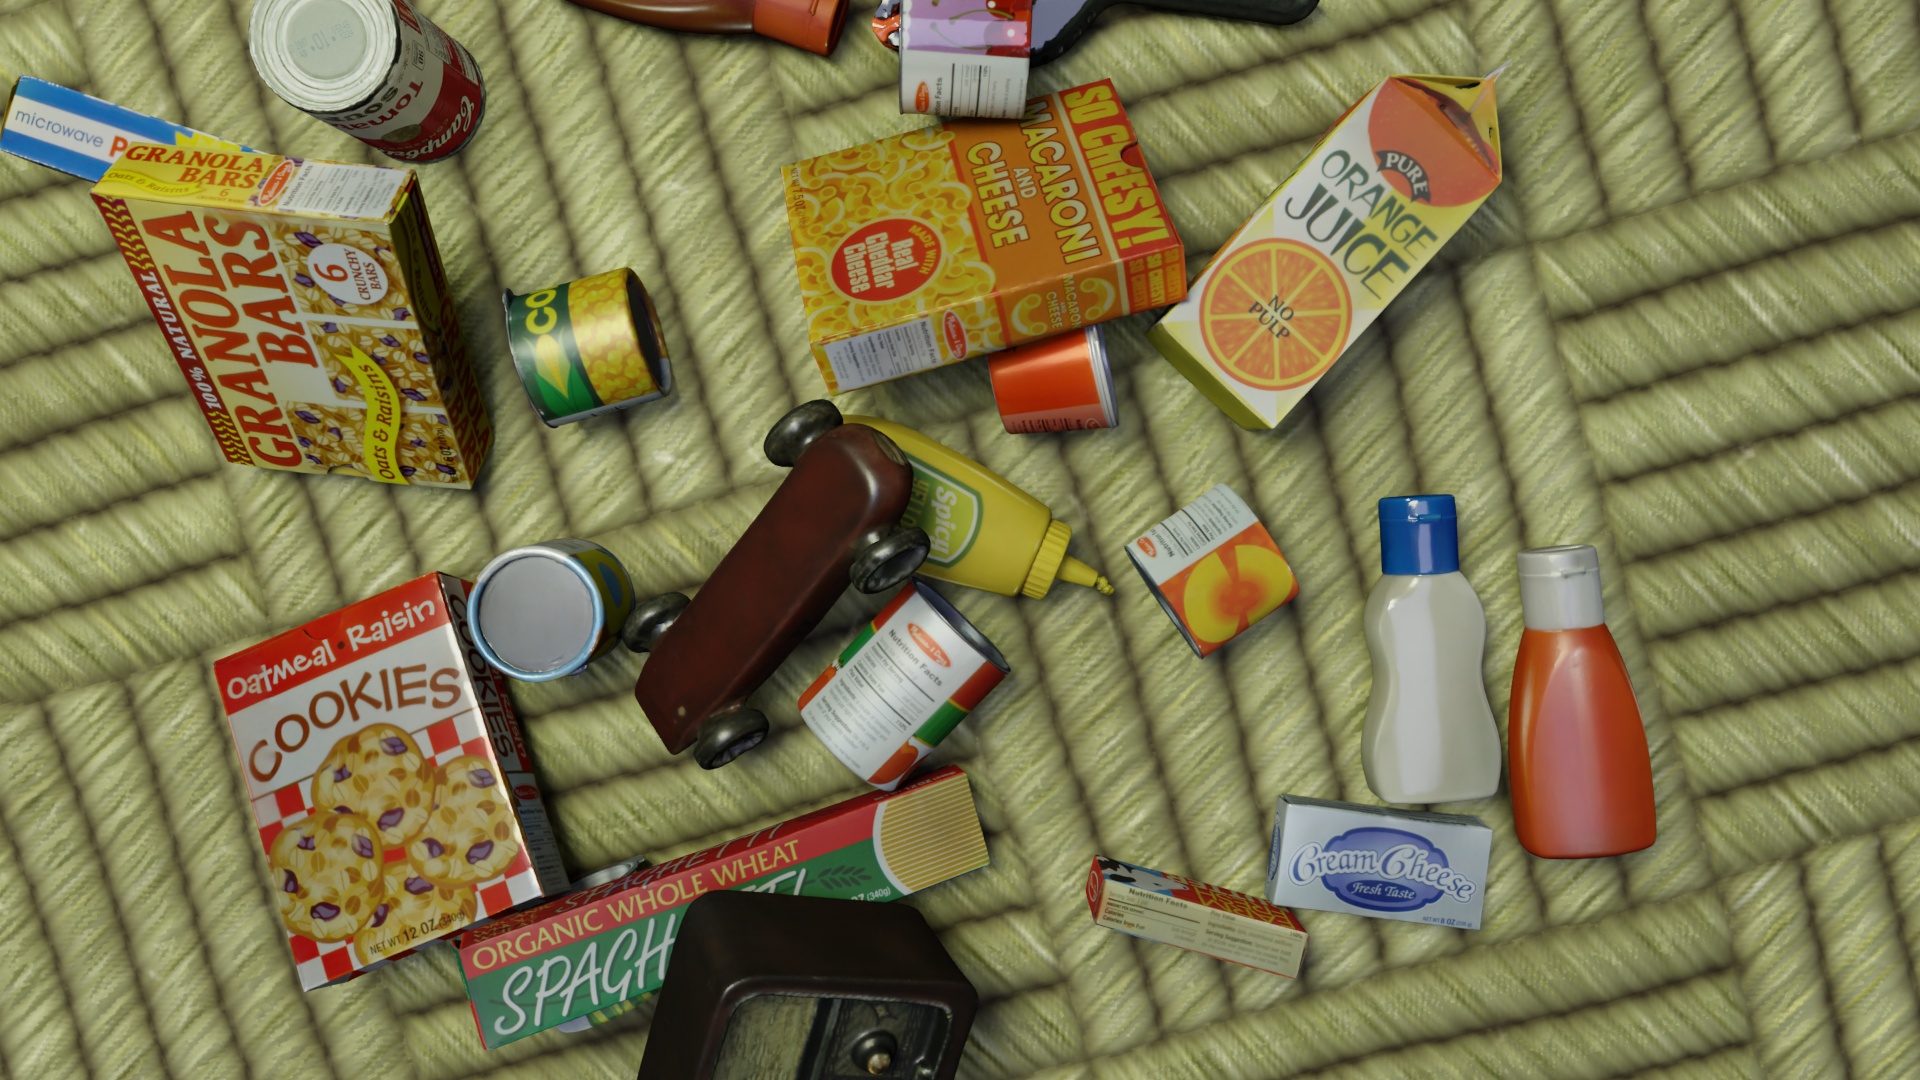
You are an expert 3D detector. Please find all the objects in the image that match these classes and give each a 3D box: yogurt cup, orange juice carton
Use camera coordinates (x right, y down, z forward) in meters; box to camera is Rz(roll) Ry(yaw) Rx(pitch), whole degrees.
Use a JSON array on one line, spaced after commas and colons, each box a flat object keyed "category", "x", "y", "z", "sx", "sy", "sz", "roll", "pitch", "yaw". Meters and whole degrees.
[{"category": "yogurt cup", "x": 0.044, "y": -0.082, "z": 0.667, "sx": 0.054, "sy": 0.072, "sz": 0.072, "roll": -11, "pitch": 93, "yaw": 10}, {"category": "orange juice carton", "x": 0.180, "y": -0.146, "z": 0.655, "sx": 0.073, "sy": 0.072, "sz": 0.192, "roll": 42, "pitch": 93, "yaw": -2}]

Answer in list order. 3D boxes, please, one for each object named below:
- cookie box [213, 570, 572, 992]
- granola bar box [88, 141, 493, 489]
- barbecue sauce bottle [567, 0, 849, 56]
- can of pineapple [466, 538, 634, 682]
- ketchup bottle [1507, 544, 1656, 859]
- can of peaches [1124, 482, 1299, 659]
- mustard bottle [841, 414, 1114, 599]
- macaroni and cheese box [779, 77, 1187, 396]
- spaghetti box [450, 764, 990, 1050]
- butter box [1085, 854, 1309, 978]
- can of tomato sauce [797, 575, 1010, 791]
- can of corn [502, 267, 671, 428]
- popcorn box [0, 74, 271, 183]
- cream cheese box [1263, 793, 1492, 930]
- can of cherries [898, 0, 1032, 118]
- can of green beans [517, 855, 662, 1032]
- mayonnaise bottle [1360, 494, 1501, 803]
[{"category": "cookie box", "x": -0.278, "y": 0.114, "z": 0.676, "sx": 0.123, "sy": 0.040, "sz": 0.167, "roll": -22, "pitch": 78, "yaw": 2}, {"category": "granola bar box", "x": -0.294, "y": -0.095, "z": 0.631, "sx": 0.124, "sy": 0.164, "sz": 0.039, "roll": 6, "pitch": 50, "yaw": 1}, {"category": "barbecue sauce bottle", "x": -0.129, "y": -0.275, "z": 0.670, "sx": 0.148, "sy": 0.044, "sz": 0.065, "roll": 19, "pitch": 94, "yaw": 0}, {"category": "can of pineapple", "x": -0.199, "y": 0.035, "z": 0.680, "sx": 0.071, "sy": 0.058, "sz": 0.071, "roll": 0, "pitch": 93, "yaw": 1}, {"category": "ketchup bottle", "x": 0.299, "y": 0.077, "z": 0.678, "sx": 0.065, "sy": 0.043, "sz": 0.148, "roll": -7, "pitch": 93, "yaw": 1}, {"category": "can of peaches", "x": 0.122, "y": 0.016, "z": 0.669, "sx": 0.058, "sy": 0.071, "sz": 0.071, "roll": -35, "pitch": 92, "yaw": 3}, {"category": "mustard bottle", "x": 0.002, "y": -0.008, "z": 0.677, "sx": 0.160, "sy": 0.049, "sz": 0.065, "roll": 22, "pitch": 99, "yaw": 0}, {"category": "macaroni and cheese box", "x": 0.007, "y": -0.143, "z": 0.642, "sx": 0.166, "sy": 0.040, "sz": 0.124, "roll": -15, "pitch": 54, "yaw": 2}, {"category": "spaghetti box", "x": -0.107, "y": 0.170, "z": 0.658, "sx": 0.251, "sy": 0.028, "sz": 0.050, "roll": -16, "pitch": 93, "yaw": -19}, {"category": "butter box", "x": 0.115, "y": 0.184, "z": 0.683, "sx": 0.103, "sy": 0.053, "sz": 0.024, "roll": 15, "pitch": 91, "yaw": 0}, {"category": "can of tomato sauce", "x": -0.027, "y": 0.070, "z": 0.675, "sx": 0.071, "sy": 0.071, "sz": 0.083, "roll": 43, "pitch": 94, "yaw": -1}, {"category": "can of corn", "x": -0.178, "y": -0.095, "z": 0.667, "sx": 0.058, "sy": 0.071, "sz": 0.071, "roll": -15, "pitch": 93, "yaw": 1}, {"category": "popcorn box", "x": -0.366, "y": -0.174, "z": 0.659, "sx": 0.127, "sy": 0.085, "sz": 0.038, "roll": 19, "pitch": 92, "yaw": 1}, {"category": "cream cheese box", "x": 0.208, "y": 0.160, "z": 0.694, "sx": 0.104, "sy": 0.024, "sz": 0.053, "roll": 7, "pitch": 92, "yaw": 1}, {"category": "can of cherries", "x": 0.002, "y": -0.229, "z": 0.632, "sx": 0.058, "sy": 0.071, "sz": 0.071, "roll": 2, "pitch": 93, "yaw": 0}, {"category": "can of green beans", "x": -0.179, "y": 0.199, "z": 0.684, "sx": 0.071, "sy": 0.071, "sz": 0.058, "roll": -23, "pitch": 93, "yaw": 3}, {"category": "mayonnaise bottle", "x": 0.227, "y": 0.052, "z": 0.680, "sx": 0.065, "sy": 0.041, "sz": 0.148, "roll": -3, "pitch": 92, "yaw": 0}]
